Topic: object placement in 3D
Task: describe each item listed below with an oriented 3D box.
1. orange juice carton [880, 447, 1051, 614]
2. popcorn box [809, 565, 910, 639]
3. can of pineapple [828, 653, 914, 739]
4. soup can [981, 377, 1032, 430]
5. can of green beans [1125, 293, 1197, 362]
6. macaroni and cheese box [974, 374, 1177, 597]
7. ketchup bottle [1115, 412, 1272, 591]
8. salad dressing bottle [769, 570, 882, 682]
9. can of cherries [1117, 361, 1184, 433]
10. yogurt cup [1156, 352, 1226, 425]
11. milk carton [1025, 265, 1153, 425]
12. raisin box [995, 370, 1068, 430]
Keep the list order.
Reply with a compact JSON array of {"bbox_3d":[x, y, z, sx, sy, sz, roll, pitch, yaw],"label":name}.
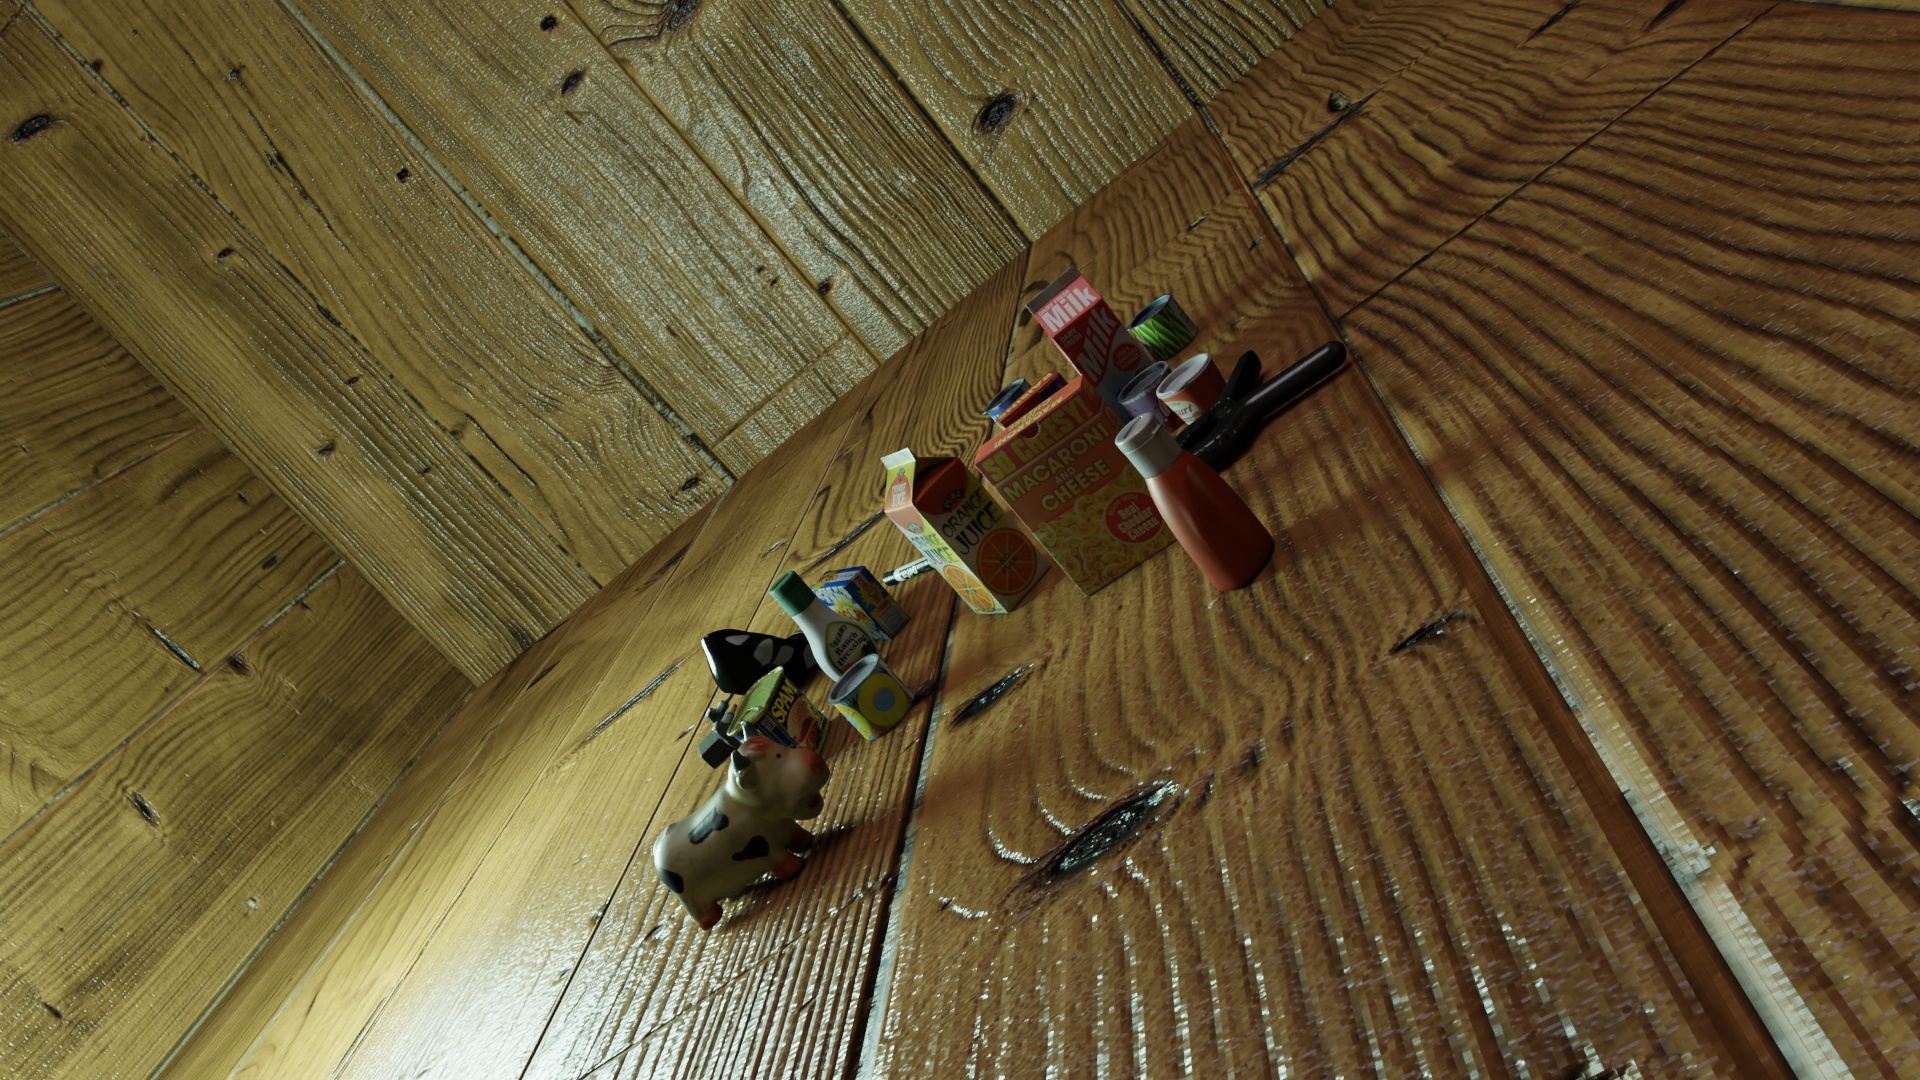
[{"bbox_3d":[-0.005,-0.017,1.403,0.073,0.192,0.071,-47,16,-22],"label":"orange juice carton"},{"bbox_3d":[-0.121,0.075,1.639,0.038,0.085,0.126,-47,16,-22],"label":"popcorn box"},{"bbox_3d":[-0.089,0.157,1.379,0.071,0.058,0.071,-38,15,12],"label":"can of pineapple"},{"bbox_3d":[0.081,-0.157,1.800,0.071,0.083,0.071,-38,15,12],"label":"soup can"},{"bbox_3d":[0.253,-0.264,1.728,0.071,0.057,0.071,-38,15,12],"label":"can of green beans"},{"bbox_3d":[0.112,-0.047,1.246,0.123,0.166,0.040,-35,16,22],"label":"macaroni and cheese box"},{"bbox_3d":[0.179,-0.033,1.073,0.043,0.148,0.065,-23,24,51],"label":"ketchup bottle"},{"bbox_3d":[-0.148,0.097,1.518,0.064,0.147,0.044,-48,16,-25],"label":"salad dressing bottle"},{"bbox_3d":[0.214,-0.151,1.500,0.071,0.058,0.072,-38,15,12],"label":"can of cherries"},{"bbox_3d":[0.245,-0.153,1.436,0.072,0.054,0.072,-38,15,12],"label":"yogurt cup"},{"bbox_3d":[0.158,-0.213,1.558,0.072,0.190,0.073,-40,15,7],"label":"milk carton"},{"bbox_3d":[0.110,-0.113,1.524,0.086,0.123,0.040,-41,14,0],"label":"raisin box"}]
